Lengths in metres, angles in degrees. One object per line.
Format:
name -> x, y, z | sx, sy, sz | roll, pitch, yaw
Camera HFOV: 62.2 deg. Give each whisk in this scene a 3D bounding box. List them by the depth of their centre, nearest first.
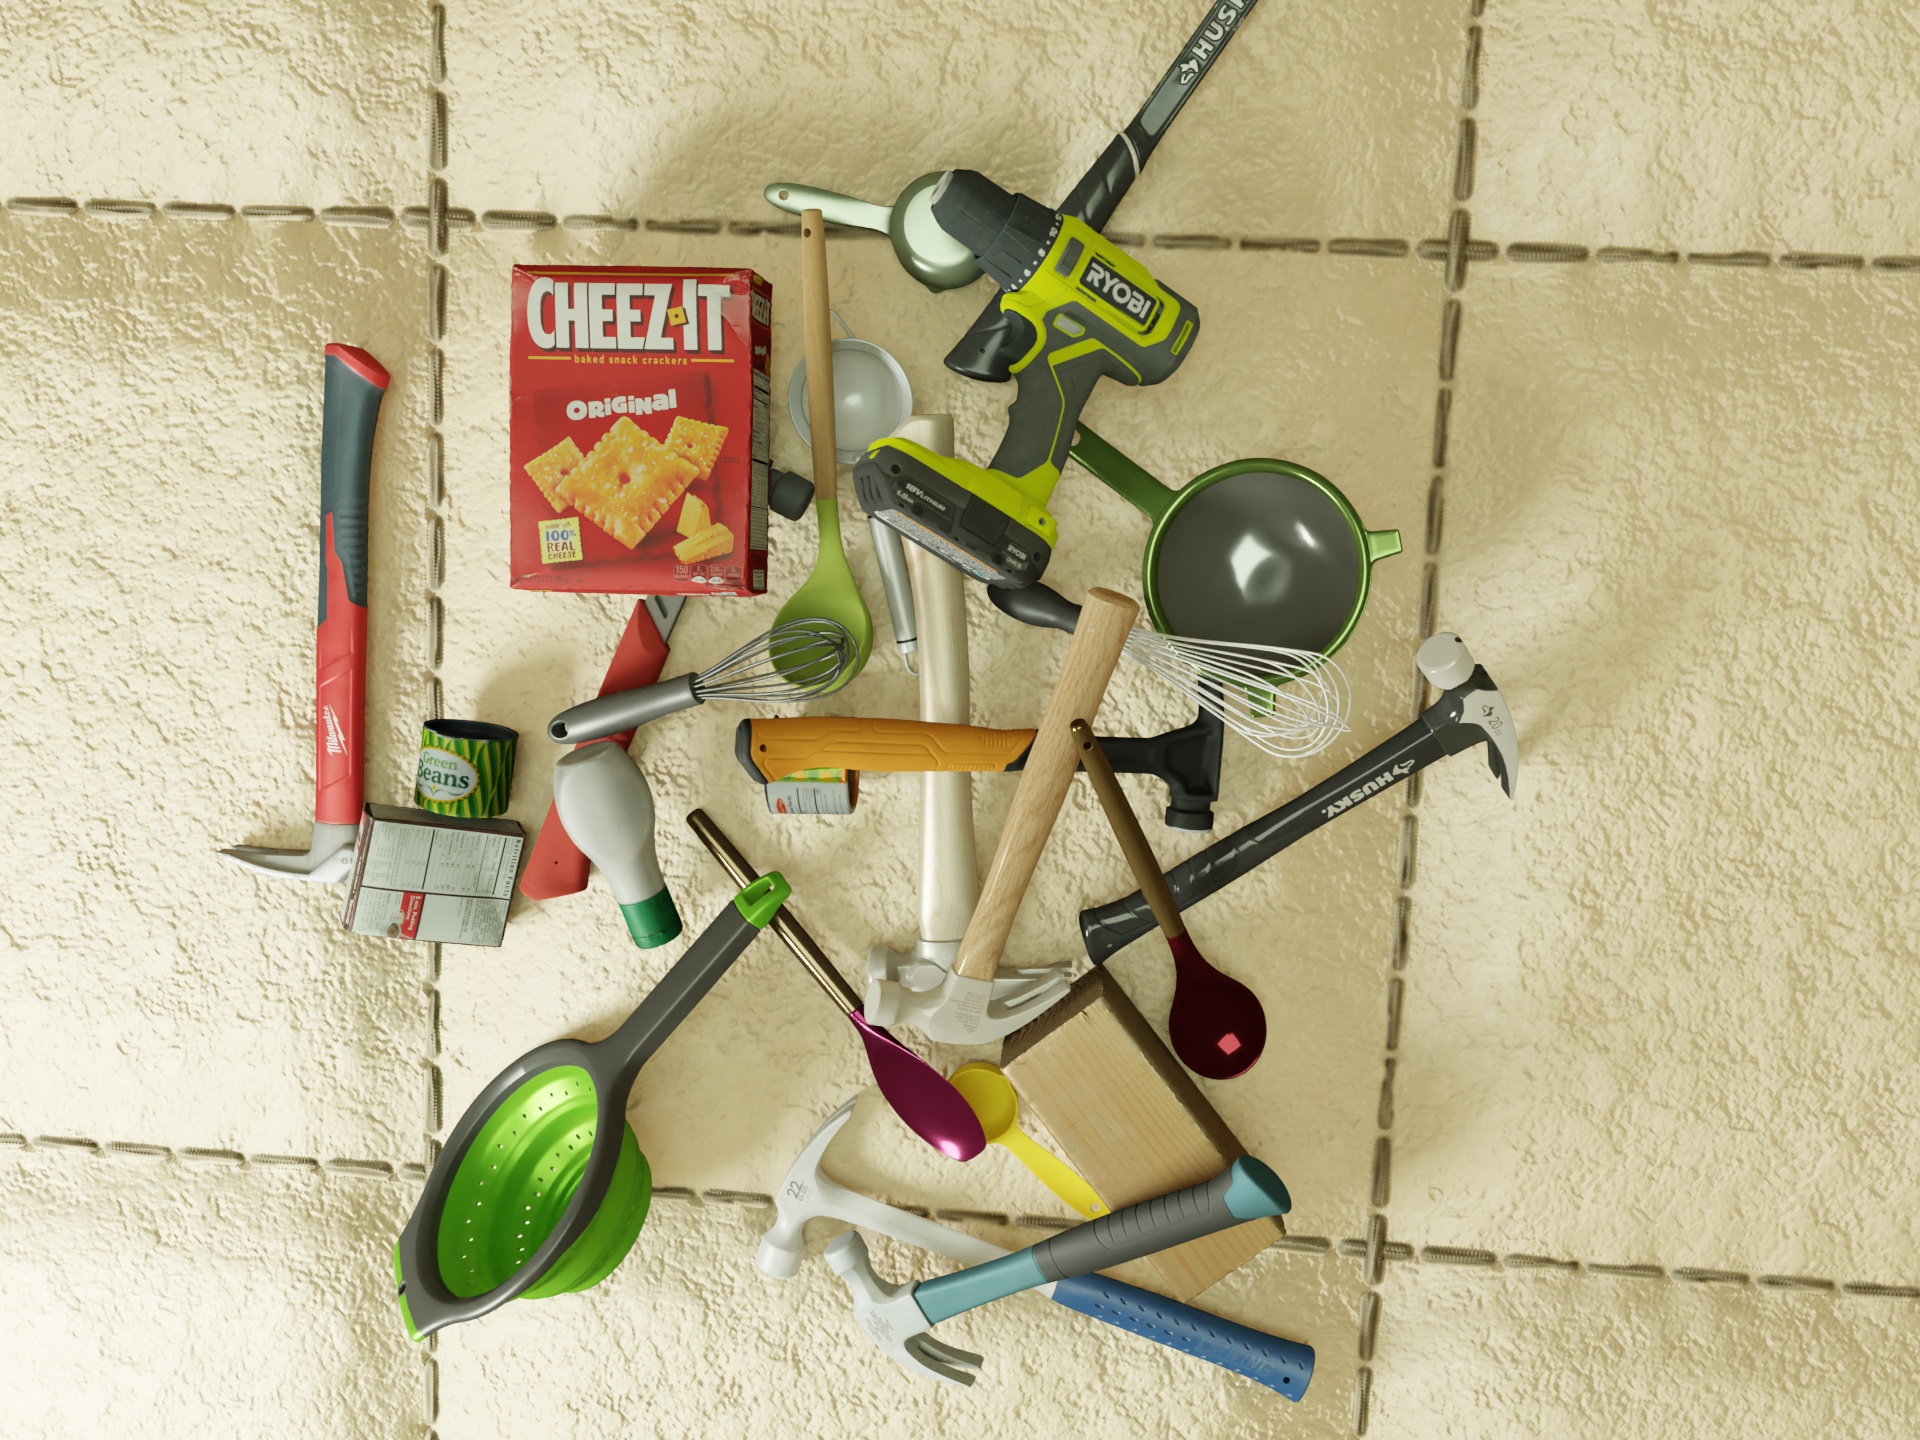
whisk -> 0.128, -0.045, 1.037 | 0.285, 0.070, 0.070 | 25, 100, 35
whisk -> -0.178, -0.019, 1.079 | 0.239, 0.055, 0.055 | -15, 96, 19

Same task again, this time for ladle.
ladle -> -0.097, -0.172, 1.057 | 0.078, 0.062, 0.320 | 11, 115, 27
ladle -> 0.135, 0.124, 1.070 | 0.069, 0.031, 0.315 | -27, 119, 0

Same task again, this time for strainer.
strainer -> 0.164, -0.130, 1.083 | 0.256, 0.069, 0.151 | 40, 105, 17
strainer -> -0.059, -0.155, 1.103 | 0.087, 0.050, 0.258 | -10, 102, 11

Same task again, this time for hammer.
hammer -> 0.047, 0.070, 1.047 | 0.130, 0.031, 0.331 | 14, 109, -19
hammer -> 0.120, -0.398, 1.060 | 0.149, 0.036, 0.409 | 37, 99, 1
hammer -> 0.019, 0.011, 1.061 | 0.336, 0.034, 0.127 | 1, 97, -17
hammer -> 0.067, 0.363, 1.079 | 0.331, 0.033, 0.128 | -27, 96, 24
hammer -> 0.223, 0.075, 1.087 | 0.335, 0.035, 0.146 | -34, 130, 16
hammer -> -0.002, -0.004, 1.099 | 0.146, 0.038, 0.410 | -2, 102, 4
hammer -> -0.241, -0.039, 1.134 | 0.149, 0.037, 0.359 | 25, 98, 2
hammer -> -0.461, -0.075, 1.148 | 0.143, 0.038, 0.386 | 5, 97, 6
hammer -> 0.061, 0.401, 1.161 | 0.405, 0.035, 0.144 | 19, 98, 2

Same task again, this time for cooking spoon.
cooking spoon -> -0.092, 0.187, 1.139 | 0.319, 0.017, 0.068 | 49, 132, 5

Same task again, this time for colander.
colander -> -0.234, 0.278, 1.132 | 0.397, 0.205, 0.094 | -48, 124, 0

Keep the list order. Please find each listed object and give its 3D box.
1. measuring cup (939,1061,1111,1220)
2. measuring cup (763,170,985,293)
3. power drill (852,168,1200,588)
measuring cup -> 0.051, 0.309, 1.156 | 0.156, 0.029, 0.062 | 42, 98, -3
measuring cup -> -0.055, -0.344, 1.079 | 0.167, 0.038, 0.083 | 13, 98, 1
power drill -> 0.027, -0.219, 1.017 | 0.190, 0.080, 0.228 | 30, 84, -19
